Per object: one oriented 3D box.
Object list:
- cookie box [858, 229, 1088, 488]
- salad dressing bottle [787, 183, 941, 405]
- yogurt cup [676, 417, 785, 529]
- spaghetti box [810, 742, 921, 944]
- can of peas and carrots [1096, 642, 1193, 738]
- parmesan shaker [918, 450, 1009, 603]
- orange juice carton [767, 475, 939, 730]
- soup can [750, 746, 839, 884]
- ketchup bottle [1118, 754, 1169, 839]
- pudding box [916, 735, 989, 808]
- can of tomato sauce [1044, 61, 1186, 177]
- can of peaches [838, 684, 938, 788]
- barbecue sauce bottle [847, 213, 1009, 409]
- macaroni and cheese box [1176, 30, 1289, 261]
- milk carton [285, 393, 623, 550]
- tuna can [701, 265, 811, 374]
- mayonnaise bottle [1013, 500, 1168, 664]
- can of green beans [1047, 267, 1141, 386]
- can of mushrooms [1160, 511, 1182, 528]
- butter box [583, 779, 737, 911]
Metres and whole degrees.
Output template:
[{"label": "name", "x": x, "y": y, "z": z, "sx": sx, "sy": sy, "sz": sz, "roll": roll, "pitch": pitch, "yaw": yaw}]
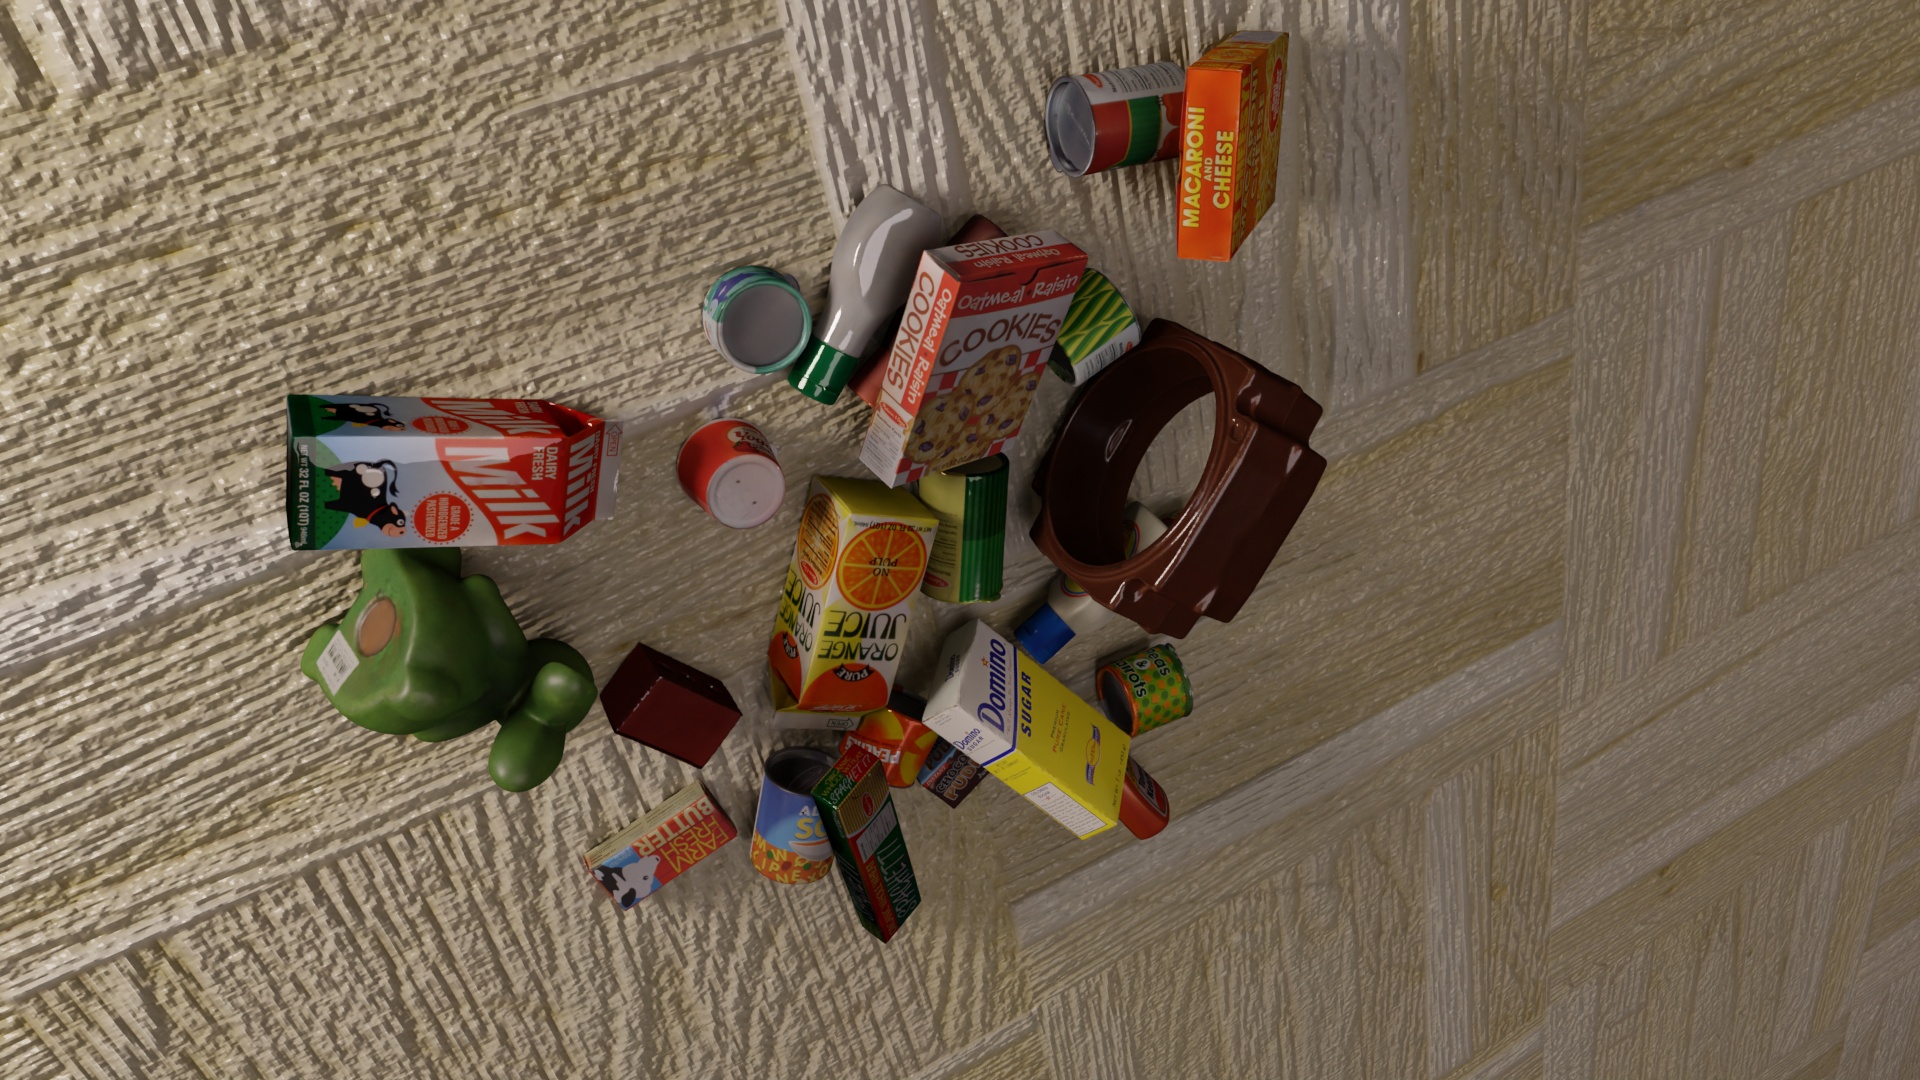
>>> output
[{"label": "cookie box", "x": 0.009, "y": -0.123, "z": 0.936, "sx": 0.123, "sy": 0.040, "sz": 0.166, "roll": -20, "pitch": 143, "yaw": -42}, {"label": "salad dressing bottle", "x": -0.067, "y": -0.162, "z": 0.928, "sx": 0.064, "sy": 0.044, "sz": 0.147, "roll": 18, "pitch": 106, "yaw": -45}, {"label": "yogurt cup", "x": -0.152, "y": -0.042, "z": 0.935, "sx": 0.072, "sy": 0.054, "sz": 0.072, "roll": -12, "pitch": 119, "yaw": -22}, {"label": "spaghetti box", "x": -0.070, "y": 0.243, "z": 1.083, "sx": 0.050, "sy": 0.029, "sz": 0.248, "roll": -47, "pitch": 151, "yaw": -26}, {"label": "can of peas and carrots", "x": 0.156, "y": 0.127, "z": 1.181, "sx": 0.059, "sy": 0.071, "sz": 0.070, "roll": -18, "pitch": 122, "yaw": -19}, {"label": "parmesan shaker", "x": 0.004, "y": -0.013, "z": 1.024, "sx": 0.071, "sy": 0.071, "sz": 0.102, "roll": -9, "pitch": 118, "yaw": -24}, {"label": "orange juice carton", "x": -0.085, "y": 0.055, "z": 1.009, "sx": 0.072, "sy": 0.073, "sz": 0.192, "roll": 5, "pitch": 112, "yaw": -30}, {"label": "soup can", "x": -0.122, "y": 0.213, "z": 1.070, "sx": 0.071, "sy": 0.071, "sz": 0.083, "roll": -1, "pitch": 115, "yaw": -28}, {"label": "ketchup bottle", "x": 0.124, "y": 0.196, "z": 1.205, "sx": 0.043, "sy": 0.065, "sz": 0.148, "roll": -35, "pitch": 119, "yaw": 15}, {"label": "pudding box", "x": 0.003, "y": 0.174, "z": 1.144, "sx": 0.084, "sy": 0.030, "sz": 0.049, "roll": -46, "pitch": 126, "yaw": -1}, {"label": "can of tomato sauce", "x": 0.109, "y": -0.286, "z": 0.947, "sx": 0.083, "sy": 0.071, "sz": 0.070, "roll": -16, "pitch": 121, "yaw": -22}, {"label": "can of peaches", "x": -0.054, "y": 0.150, "z": 1.077, "sx": 0.071, "sy": 0.071, "sz": 0.058, "roll": 20, "pitch": 103, "yaw": -34}, {"label": "barbecue sauce bottle", "x": -0.017, "y": -0.151, "z": 0.960, "sx": 0.148, "sy": 0.044, "sz": 0.064, "roll": -48, "pitch": 138, "yaw": 1}, {"label": "macaroni and cheese box", "x": 0.186, "y": -0.273, "z": 0.950, "sx": 0.167, "sy": 0.040, "sz": 0.123, "roll": -50, "pitch": 144, "yaw": -55}, {"label": "milk carton", "x": -0.302, "y": -0.042, "z": 0.841, "sx": 0.191, "sy": 0.073, "sz": 0.072, "roll": -1, "pitch": 114, "yaw": -29}, {"label": "tuna can", "x": -0.131, "y": -0.145, "z": 0.907, "sx": 0.071, "sy": 0.033, "sz": 0.070, "roll": -12, "pitch": 120, "yaw": -22}, {"label": "mayonnaise bottle", "x": 0.108, "y": 0.037, "z": 1.114, "sx": 0.148, "sy": 0.065, "sz": 0.041, "roll": -43, "pitch": 128, "yaw": 2}, {"label": "can of green beans", "x": 0.087, "y": -0.153, "z": 1.002, "sx": 0.058, "sy": 0.071, "sz": 0.071, "roll": -36, "pitch": 126, "yaw": -7}, {"label": "can of mushrooms", "x": 0.190, "y": 0.005, "z": 1.139, "sx": 0.033, "sy": 0.071, "sz": 0.070, "roll": -19, "pitch": 122, "yaw": -18}, {"label": "butter box", "x": -0.226, "y": 0.230, "z": 1.052, "sx": 0.104, "sy": 0.024, "sz": 0.053, "roll": -33, "pitch": 125, "yaw": -10}]
